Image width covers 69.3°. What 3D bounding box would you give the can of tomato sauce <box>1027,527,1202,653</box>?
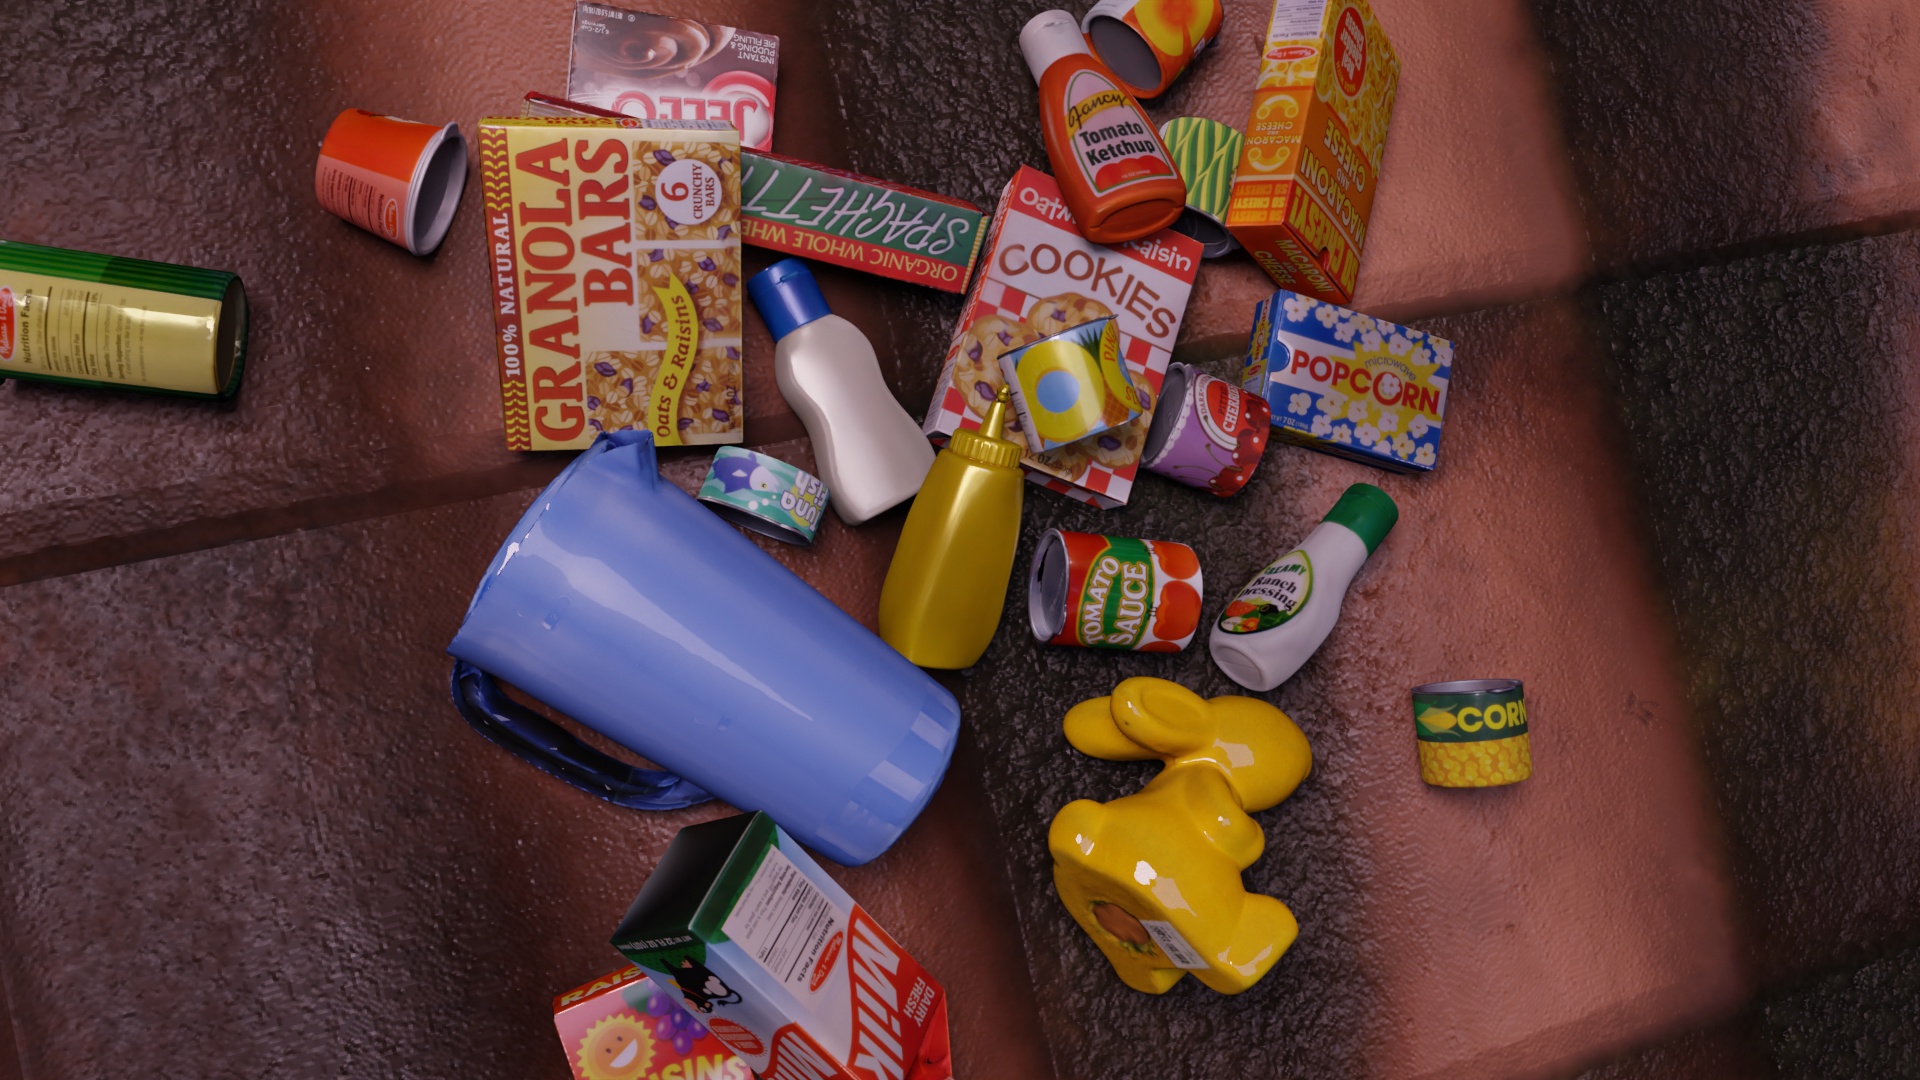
[{"bbox_3d":[0.089,0.030,0.798,0.083,0.071,0.071,6,84,-16],"label":"can of tomato sauce"}]

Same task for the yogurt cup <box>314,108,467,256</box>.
[{"bbox_3d":[-0.292,-0.186,0.712,0.054,0.072,0.072,18,81,-6],"label":"yogurt cup"}]

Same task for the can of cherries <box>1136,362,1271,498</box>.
[{"bbox_3d":[0.143,-0.066,0.820,0.058,0.071,0.071,20,81,-14],"label":"can of cherries"}]

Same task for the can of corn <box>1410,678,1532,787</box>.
[{"bbox_3d":[0.316,0.118,0.855,0.071,0.071,0.058,-6,88,-16],"label":"can of corn"}]

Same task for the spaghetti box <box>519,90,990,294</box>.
[{"bbox_3d":[-0.109,-0.184,0.746,0.250,0.029,0.050,10,113,-19],"label":"spaghetti box"}]

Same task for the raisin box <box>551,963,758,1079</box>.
[{"bbox_3d":[-0.152,0.283,0.726,0.086,0.040,0.123,-19,92,-16],"label":"raisin box"}]

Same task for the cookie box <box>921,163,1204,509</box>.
[{"bbox_3d":[0.062,-0.118,0.817,0.123,0.040,0.167,20,81,-13],"label":"cookie box"}]

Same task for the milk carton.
[{"bbox_3d":[-0.078,0.230,0.711,0.190,0.072,0.074,49,44,-20],"label":"milk carton"}]

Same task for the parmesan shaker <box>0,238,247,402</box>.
[{"bbox_3d":[-0.408,-0.102,0.672,0.103,0.071,0.071,6,84,-16],"label":"parmesan shaker"}]

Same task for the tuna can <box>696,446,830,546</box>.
[{"bbox_3d":[-0.104,-0.023,0.747,0.071,0.071,0.033,23,80,-13],"label":"tuna can"}]

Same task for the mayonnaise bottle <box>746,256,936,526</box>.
[{"bbox_3d":[-0.070,-0.085,0.778,0.065,0.041,0.148,-28,92,-23],"label":"mayonnaise bottle"}]

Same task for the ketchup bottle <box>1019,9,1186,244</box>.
[{"bbox_3d":[0.075,-0.242,0.804,0.065,0.043,0.149,-15,65,-12],"label":"ketchup bottle"}]

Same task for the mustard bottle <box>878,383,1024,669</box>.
[{"bbox_3d":[0.003,-0.010,0.764,0.065,0.049,0.160,9,102,-38],"label":"mustard bottle"}]

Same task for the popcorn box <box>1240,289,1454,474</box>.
[{"bbox_3d":[0.240,-0.097,0.868,0.127,0.038,0.085,14,83,-15],"label":"popcorn box"}]

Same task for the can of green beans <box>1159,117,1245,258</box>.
[{"bbox_3d":[0.141,-0.211,0.834,0.071,0.071,0.058,24,80,-13],"label":"can of green beans"}]

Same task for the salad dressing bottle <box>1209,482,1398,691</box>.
[{"bbox_3d":[0.211,0.025,0.840,0.148,0.064,0.044,-45,117,-23],"label":"salad dressing bottle"}]

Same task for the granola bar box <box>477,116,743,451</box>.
[{"bbox_3d":[-0.176,-0.131,0.714,0.124,0.039,0.164,-3,116,-15],"label":"granola bar box"}]

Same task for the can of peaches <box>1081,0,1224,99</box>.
[{"bbox_3d":[0.116,-0.307,0.835,0.071,0.071,0.058,44,76,-9],"label":"can of peaches"}]

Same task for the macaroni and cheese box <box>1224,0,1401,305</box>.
[{"bbox_3d":[0.216,-0.242,0.836,0.123,0.040,0.166,24,77,-54],"label":"macaroni and cheese box"}]

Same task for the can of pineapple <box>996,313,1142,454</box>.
[{"bbox_3d":[0.062,-0.085,0.759,0.071,0.071,0.058,-21,94,-16],"label":"can of pineapple"}]
